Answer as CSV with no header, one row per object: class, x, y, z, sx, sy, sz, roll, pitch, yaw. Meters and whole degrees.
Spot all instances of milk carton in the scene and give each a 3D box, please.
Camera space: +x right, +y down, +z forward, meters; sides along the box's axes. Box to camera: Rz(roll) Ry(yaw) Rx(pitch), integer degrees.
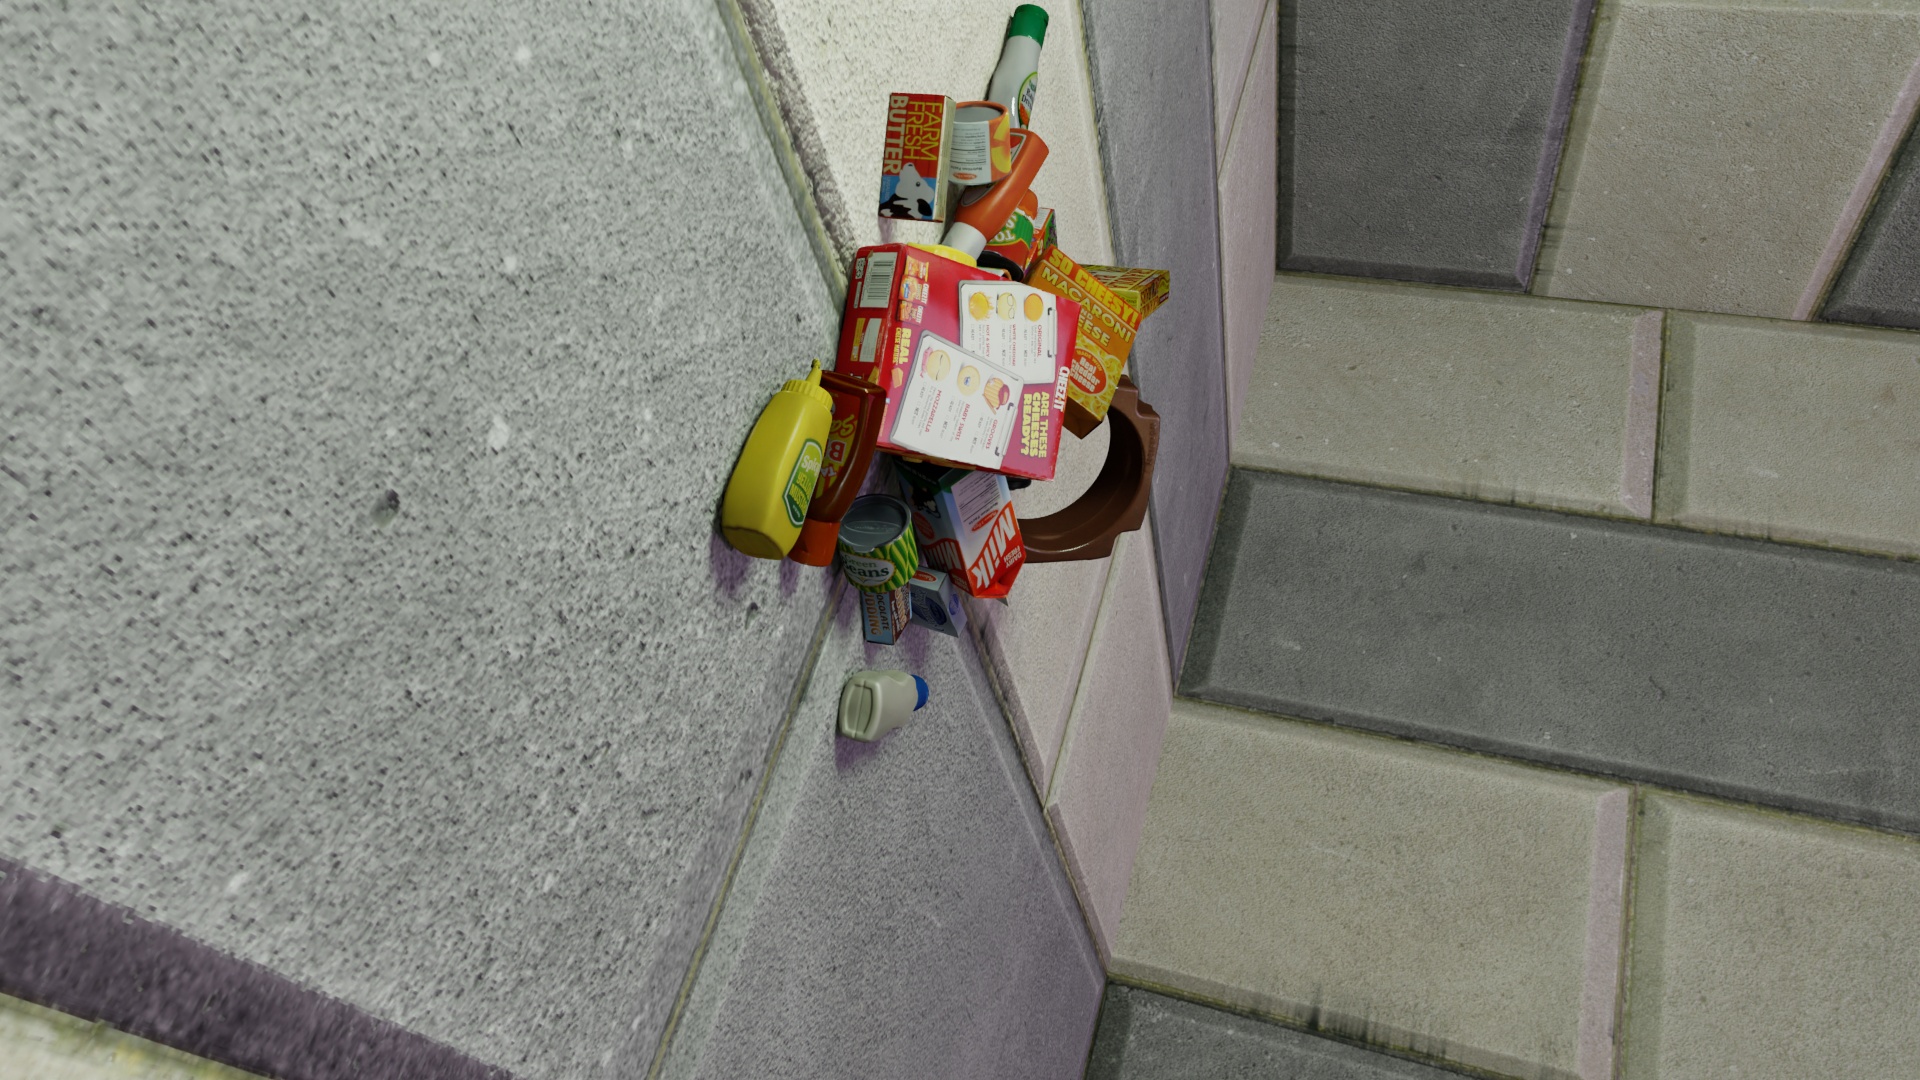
milk carton,0.005,-0.017,1.334,0.074,0.072,0.189,-37,133,-23

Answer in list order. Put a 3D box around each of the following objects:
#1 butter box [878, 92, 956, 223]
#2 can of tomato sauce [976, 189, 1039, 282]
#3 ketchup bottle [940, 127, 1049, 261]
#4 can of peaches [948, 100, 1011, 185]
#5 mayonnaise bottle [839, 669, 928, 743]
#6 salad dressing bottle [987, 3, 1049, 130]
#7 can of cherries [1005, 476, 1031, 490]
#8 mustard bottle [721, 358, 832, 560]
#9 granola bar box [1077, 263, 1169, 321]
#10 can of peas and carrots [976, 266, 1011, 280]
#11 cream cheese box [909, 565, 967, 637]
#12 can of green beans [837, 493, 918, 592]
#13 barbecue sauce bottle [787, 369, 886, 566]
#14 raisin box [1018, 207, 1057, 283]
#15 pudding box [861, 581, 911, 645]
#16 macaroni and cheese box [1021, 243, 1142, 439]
butter box,-0.036,-0.320,1.163,0.024,0.053,0.103,-14,112,-68
can of tomato sauce,0.039,-0.307,1.380,0.071,0.071,0.083,52,49,-67
ketchup bottle,0.026,-0.322,1.324,0.043,0.065,0.149,39,74,-39
can of peaches,0.013,-0.366,1.272,0.071,0.071,0.057,-59,152,-49
mayonnaise bottle,-0.070,0.152,1.317,0.148,0.041,0.064,1,99,-73
salad dressing bottle,0.056,-0.464,1.393,0.064,0.044,0.148,46,55,-70
can of cherries,0.052,-0.095,1.530,0.071,0.071,0.058,61,40,-63
mustard bottle,-0.127,-0.067,1.014,0.065,0.049,0.161,67,37,-62
granola bar box,0.153,-0.272,1.525,0.166,0.124,0.039,-43,138,-63
can of peas and carrots,0.014,-0.233,1.353,0.071,0.059,0.071,8,91,-72
cream cheese box,-0.030,0.058,1.368,0.024,0.053,0.103,-65,157,-23
can of green beans,-0.072,0.003,1.191,0.057,0.071,0.071,82,24,-44
barbecue sauce bottle,-0.102,-0.054,1.081,0.044,0.065,0.148,-11,118,-60
raisin box,0.073,-0.299,1.535,0.085,0.040,0.124,82,23,-46
pudding box,-0.069,0.049,1.284,0.050,0.030,0.083,-58,152,-53
macaroni and cheese box,0.102,-0.196,1.356,0.040,0.123,0.167,-40,-160,47
